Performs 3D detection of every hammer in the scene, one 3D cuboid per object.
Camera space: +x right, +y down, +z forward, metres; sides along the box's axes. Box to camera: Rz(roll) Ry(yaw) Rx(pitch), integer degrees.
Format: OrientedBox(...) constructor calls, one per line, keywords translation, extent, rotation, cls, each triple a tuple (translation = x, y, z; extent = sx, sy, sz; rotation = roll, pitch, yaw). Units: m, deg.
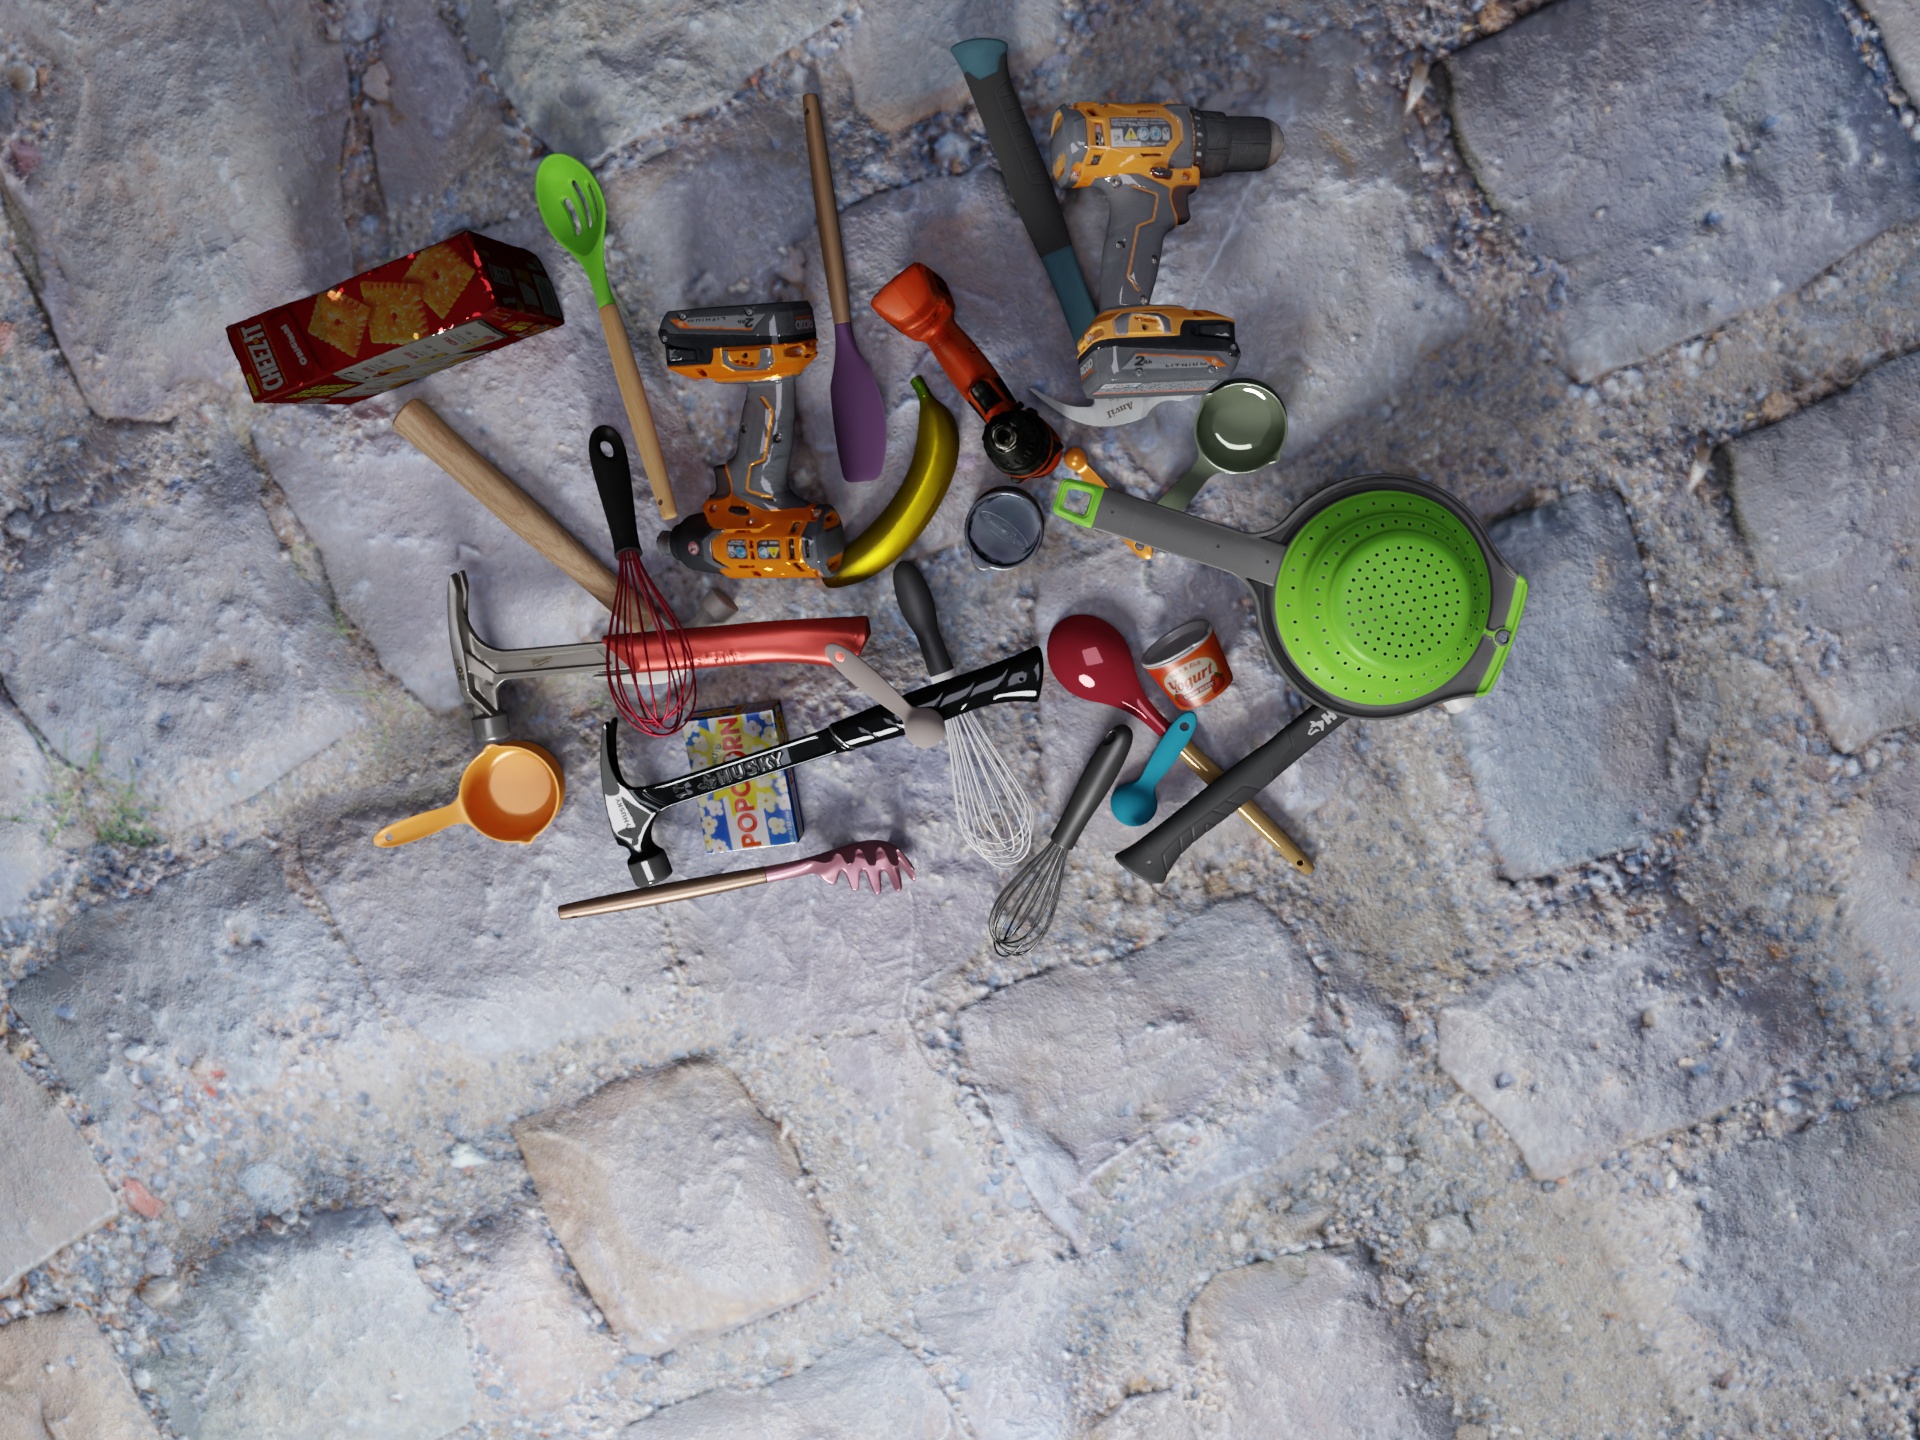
OrientedBox(translation=(-0.120, 0.015, 1.360), extent=(0.409, 0.036, 0.149), rotation=(-19, 98, 10), cls="hammer")
OrientedBox(translation=(0.270, 0.023, 1.361), extent=(0.335, 0.035, 0.146), rotation=(-39, 97, 4), cls="hammer")
OrientedBox(translation=(-0.257, -0.069, 1.363), extent=(0.359, 0.037, 0.149), rotation=(-5, 103, 5), cls="hammer")
OrientedBox(translation=(-0.359, -0.156, 1.388), extent=(0.331, 0.031, 0.130), rotation=(41, 102, -5), cls="hammer")
OrientedBox(translation=(0.075, -0.397, 1.302), extent=(0.128, 0.033, 0.331), rotation=(-22, 100, 8), cls="hammer")

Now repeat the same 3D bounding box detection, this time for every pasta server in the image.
OrientedBox(translation=(-0.198, 0.149, 1.412), extent=(0.316, 0.060, 0.040), rotation=(-10, 60, -4), cls="pasta server")

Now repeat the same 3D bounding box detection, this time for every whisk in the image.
OrientedBox(translation=(-0.003, -0.004, 1.384), extent=(0.070, 0.070, 0.284), rotation=(-20, 96, 8), cls="whisk")
OrientedBox(translation=(0.090, 0.107, 1.399), extent=(0.055, 0.055, 0.239), rotation=(27, 104, -2), cls="whisk")
OrientedBox(translation=(-0.272, -0.121, 1.317), extent=(0.073, 0.073, 0.296), rotation=(-19, 68, 8), cls="whisk")

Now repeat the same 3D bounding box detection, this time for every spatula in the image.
OrientedBox(translation=(-0.100, -0.358, 1.326), extent=(0.060, 0.018, 0.316), rotation=(0, 102, 39), cls="spatula")

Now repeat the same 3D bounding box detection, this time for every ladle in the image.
OrientedBox(translation=(0.197, 0.027, 1.390), extent=(0.315, 0.031, 0.069), rotation=(43, 108, -7), cls="ladle")

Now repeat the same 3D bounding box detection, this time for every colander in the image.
OrientedBox(translation=(0.267, -0.122, 1.277), extent=(0.397, 0.094, 0.204), rotation=(18, 97, 0), cls="colander")

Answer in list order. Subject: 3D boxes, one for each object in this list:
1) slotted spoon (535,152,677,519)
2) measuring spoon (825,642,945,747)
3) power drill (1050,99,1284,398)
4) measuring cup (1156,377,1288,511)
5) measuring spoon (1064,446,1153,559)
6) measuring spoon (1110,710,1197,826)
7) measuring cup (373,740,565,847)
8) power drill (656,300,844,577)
OrientedBox(translation=(-0.286, -0.317, 1.318), extent=(0.070, 0.031, 0.314), rotation=(-18, 89, 35), cls="slotted spoon")
OrientedBox(translation=(-0.065, -0.022, 1.320), extent=(0.124, 0.018, 0.034), rotation=(40, 102, 0), cls="measuring spoon")
OrientedBox(translation=(0.171, -0.376, 1.257), extent=(0.185, 0.084, 0.226), rotation=(-4, 89, -10), cls="power drill")
OrientedBox(translation=(0.206, -0.216, 1.336), extent=(0.083, 0.038, 0.167), rotation=(38, 119, -7), cls="measuring cup")
OrientedBox(translation=(0.126, -0.183, 1.352), extent=(0.021, 0.011, 0.117), rotation=(-34, 98, 33), cls="measuring spoon")
OrientedBox(translation=(0.169, 0.045, 1.378), extent=(0.042, 0.021, 0.128), rotation=(28, 121, 0), cls="measuring spoon")
OrientedBox(translation=(-0.438, 0.075, 1.426), extent=(0.173, 0.052, 0.095), rotation=(-19, 99, 2), cls="measuring cup")
OrientedBox(translation=(-0.188, -0.230, 1.331), extent=(0.164, 0.084, 0.226), rotation=(1, 106, 17), cls="power drill")
